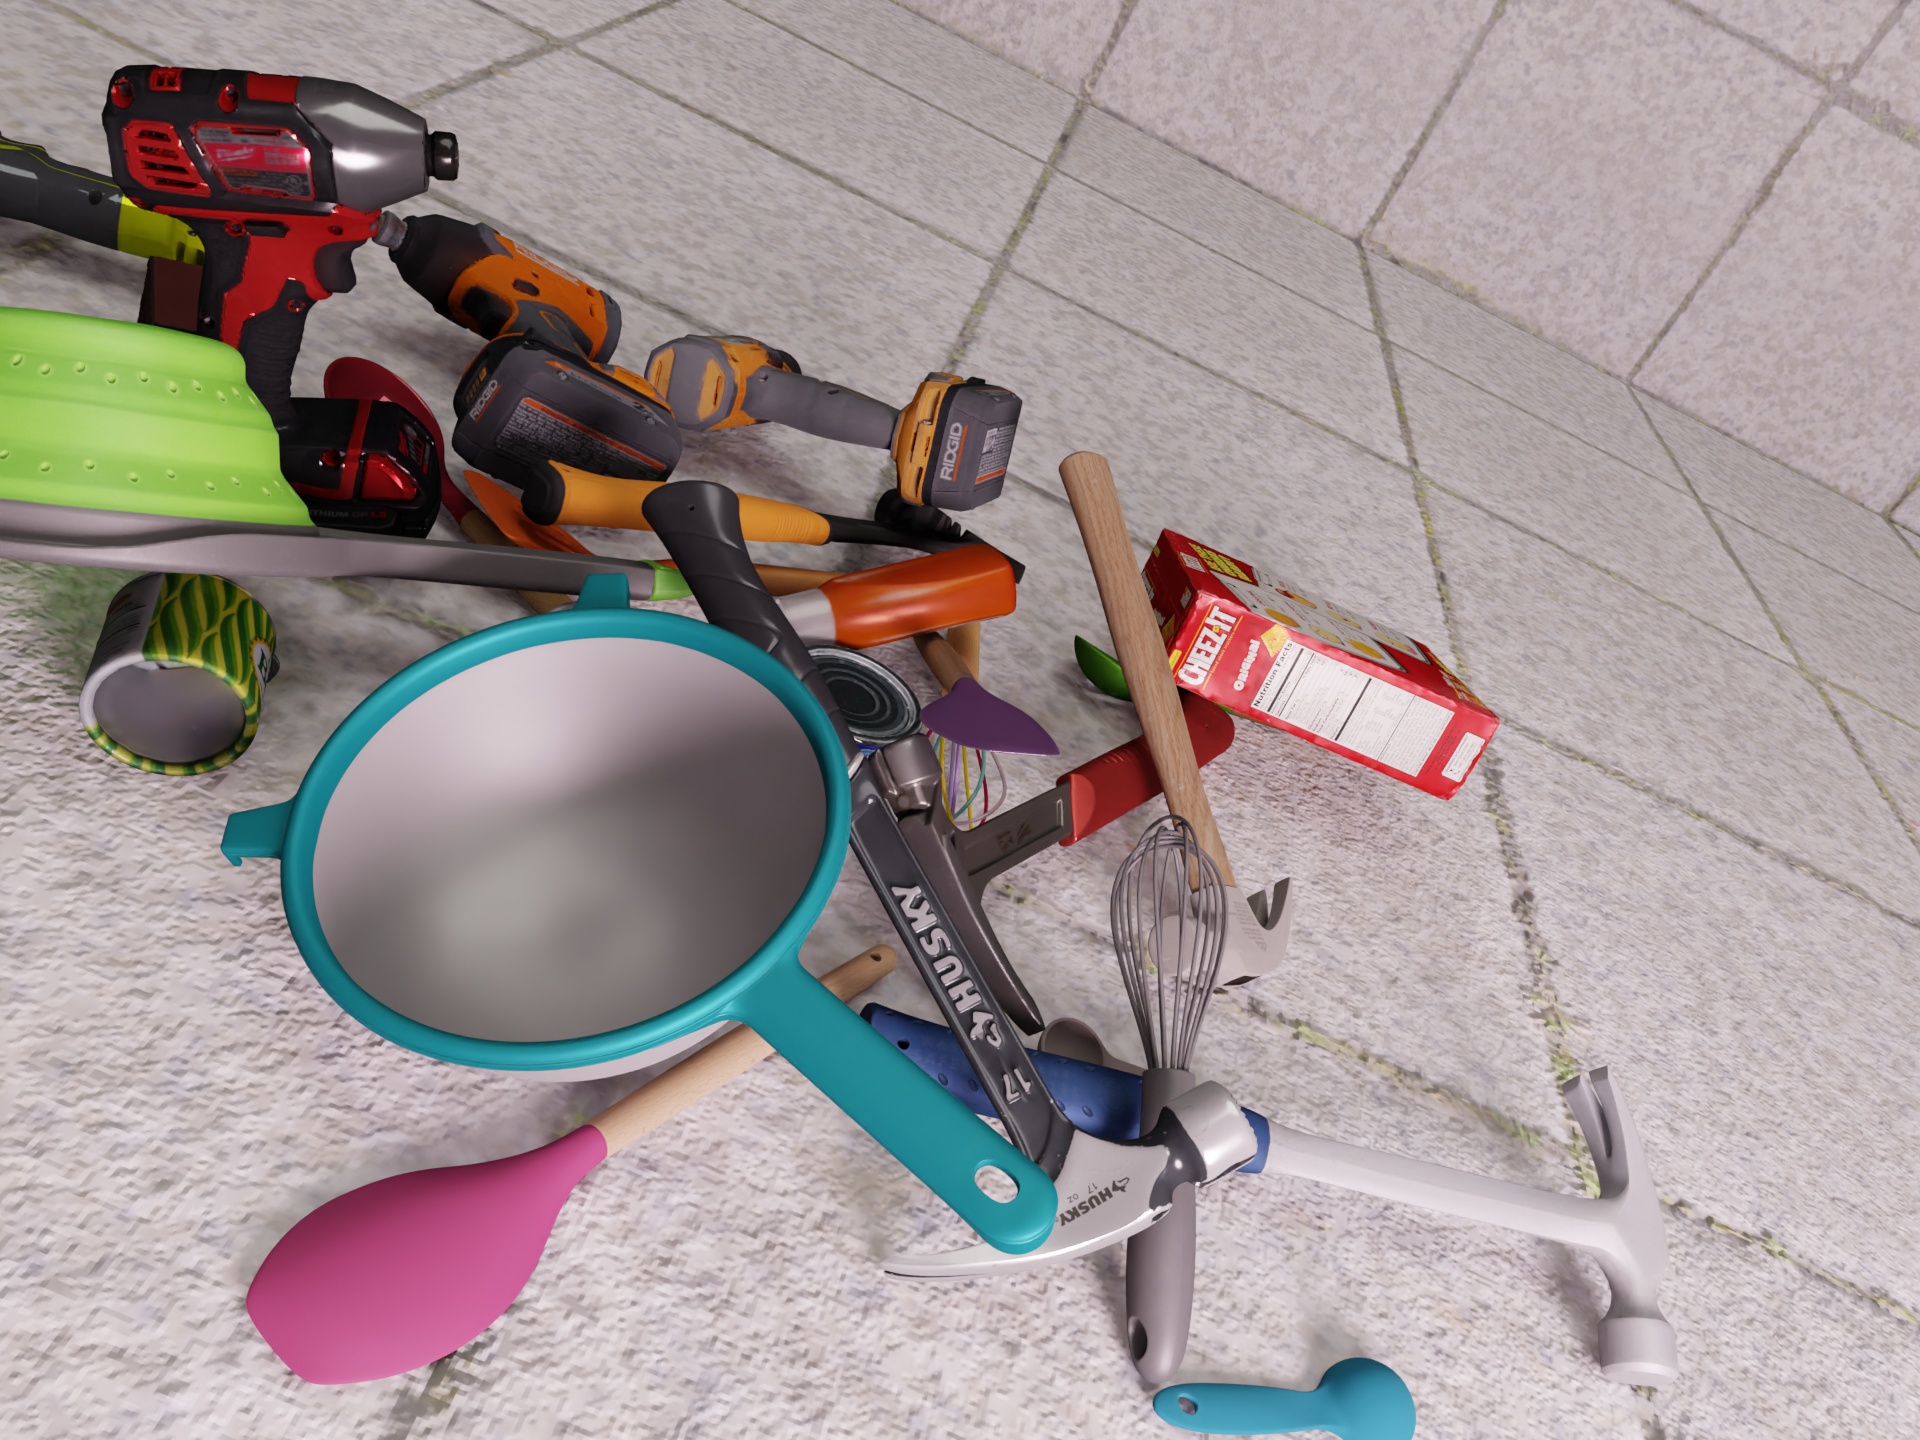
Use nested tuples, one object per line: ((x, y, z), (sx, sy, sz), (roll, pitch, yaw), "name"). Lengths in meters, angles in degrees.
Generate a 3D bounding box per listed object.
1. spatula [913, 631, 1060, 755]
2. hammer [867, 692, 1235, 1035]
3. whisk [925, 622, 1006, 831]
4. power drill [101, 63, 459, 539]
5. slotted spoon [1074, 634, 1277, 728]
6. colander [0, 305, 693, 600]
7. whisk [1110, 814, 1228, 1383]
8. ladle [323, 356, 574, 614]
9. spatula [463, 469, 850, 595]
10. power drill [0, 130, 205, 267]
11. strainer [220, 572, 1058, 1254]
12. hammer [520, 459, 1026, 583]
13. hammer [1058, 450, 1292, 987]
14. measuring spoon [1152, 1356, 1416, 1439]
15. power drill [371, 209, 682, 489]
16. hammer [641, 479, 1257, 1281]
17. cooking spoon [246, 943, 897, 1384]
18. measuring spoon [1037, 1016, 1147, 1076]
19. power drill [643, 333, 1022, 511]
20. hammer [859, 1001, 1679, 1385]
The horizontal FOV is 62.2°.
((-0.004, -0.021, 0.841), (0.059, 0.018, 0.316), (5, 12, -9), "spatula")
((0.078, 0.049, 0.876), (0.359, 0.036, 0.149), (-20, 85, -59), "hammer")
((-0.001, -0.001, 0.916), (0.047, 0.051, 0.245), (40, 23, -18), "whisk")
((-0.306, -0.192, 0.750), (0.143, 0.219, 0.079), (-1, 39, -13), "power drill")
((0.207, -0.006, 1.092), (0.313, 0.031, 0.070), (14, 15, -27), "slotted spoon")
((-0.290, -0.113, 0.699), (0.396, 0.094, 0.205), (3, 7, -34), "colander")
((0.085, 0.152, 0.674), (0.055, 0.055, 0.239), (16, 62, -20), "whisk")
((-0.248, -0.094, 0.861), (0.316, 0.031, 0.069), (44, 28, 20), "ladle")
((-0.132, -0.093, 0.937), (0.322, 0.041, 0.081), (3, 31, -38), "spatula")
((-0.517, -0.317, 0.925), (0.223, 0.080, 0.171), (9, 37, -24), "power drill")
((-0.099, 0.095, 0.603), (0.341, 0.095, 0.211), (36, 58, 24), "strainer")
((-0.105, -0.114, 0.940), (0.127, 0.034, 0.336), (38, 24, 34), "hammer")
((0.113, -0.009, 0.905), (0.130, 0.031, 0.332), (16, 53, -49), "hammer")
((0.134, 0.271, 0.637), (0.128, 0.021, 0.042), (13, 34, -26), "measuring spoon")
((-0.266, -0.224, 0.956), (0.164, 0.084, 0.227), (23, 25, -41), "power drill")
((-0.046, 0.046, 0.689), (0.149, 0.036, 0.409), (-27, 63, -11), "hammer")
((-0.123, 0.150, 0.613), (0.069, 0.017, 0.319), (39, 33, 19), "cooking spoon")
((0.087, 0.177, 0.748), (0.124, 0.018, 0.034), (28, 49, -13), "measuring spoon")
((-0.077, -0.210, 1.075), (0.226, 0.084, 0.185), (16, 16, 9), "power drill")
((0.146, 0.190, 0.724), (0.405, 0.035, 0.144), (17, 57, -13), "hammer")
